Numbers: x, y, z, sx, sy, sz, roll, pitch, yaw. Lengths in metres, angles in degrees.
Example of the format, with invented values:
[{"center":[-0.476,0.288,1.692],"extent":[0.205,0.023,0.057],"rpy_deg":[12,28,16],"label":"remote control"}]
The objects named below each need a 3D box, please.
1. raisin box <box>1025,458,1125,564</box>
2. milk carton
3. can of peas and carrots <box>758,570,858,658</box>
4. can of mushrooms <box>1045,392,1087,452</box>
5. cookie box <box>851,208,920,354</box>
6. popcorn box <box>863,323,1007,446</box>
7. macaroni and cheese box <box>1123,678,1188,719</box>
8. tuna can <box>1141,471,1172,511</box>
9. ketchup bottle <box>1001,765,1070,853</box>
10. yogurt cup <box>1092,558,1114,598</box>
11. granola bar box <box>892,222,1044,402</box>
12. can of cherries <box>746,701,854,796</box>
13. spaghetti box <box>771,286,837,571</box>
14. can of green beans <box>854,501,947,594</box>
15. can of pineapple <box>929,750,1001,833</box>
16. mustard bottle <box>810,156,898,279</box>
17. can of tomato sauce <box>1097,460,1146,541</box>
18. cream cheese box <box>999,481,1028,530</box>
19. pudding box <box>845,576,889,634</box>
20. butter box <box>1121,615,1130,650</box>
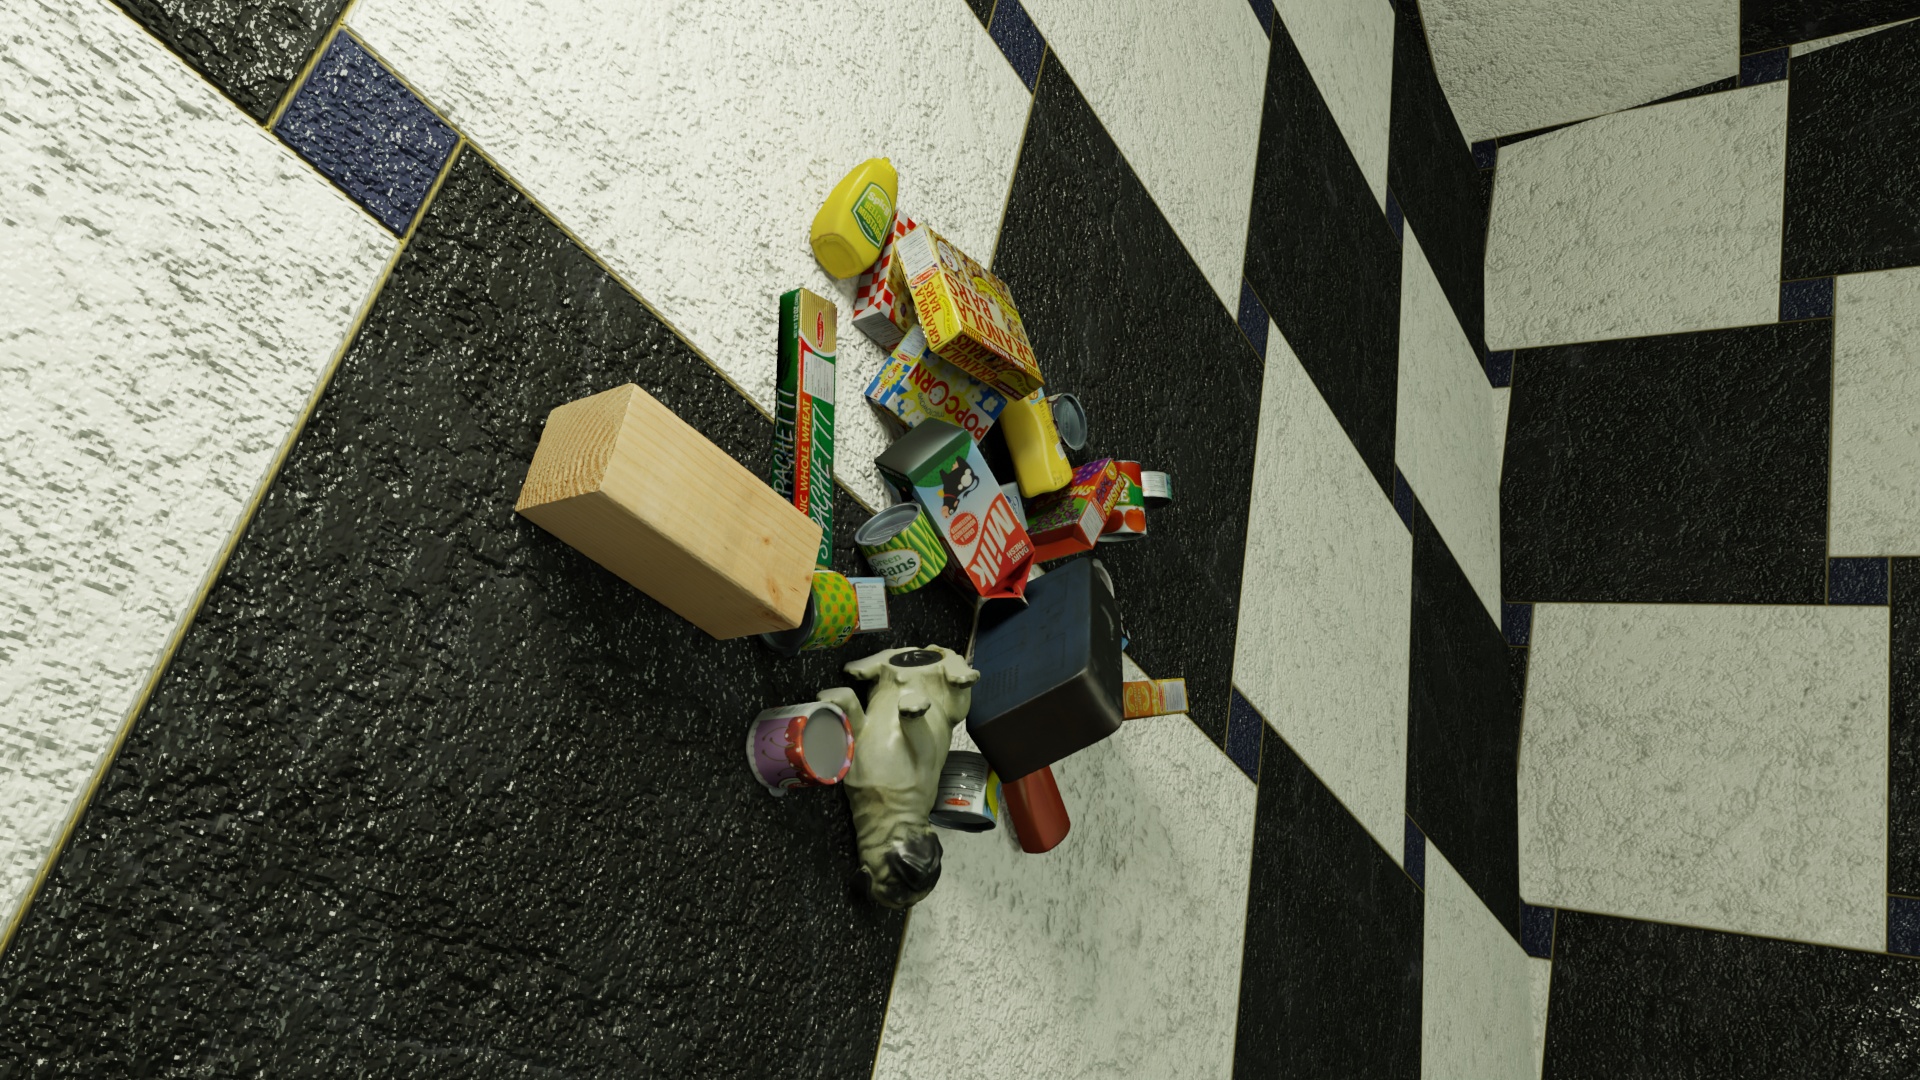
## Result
[{"center":[0.117,-0.032,1.490],"extent":[0.040,0.086,0.124],"rpy_deg":[57,39,-22],"label":"raisin box"},{"center":[0.005,-0.016,1.310],"extent":[0.073,0.072,0.190],"rpy_deg":[-40,120,-16],"label":"milk carton"},{"center":[-0.125,0.059,1.130],"extent":[0.059,0.071,0.071],"rpy_deg":[2,79,-56],"label":"can of peas and carrots"},{"center":[0.111,-0.132,1.557],"extent":[0.071,0.033,0.071],"rpy_deg":[20,65,-52],"label":"can of mushrooms"},{"center":[-0.033,-0.227,1.374],"extent":[0.167,0.040,0.123],"rpy_deg":[36,53,-44],"label":"cookie box"},{"center":[-0.021,-0.136,1.330],"extent":[0.085,0.038,0.126],"rpy_deg":[-55,134,-3],"label":"popcorn box"},{"center":[0.142,0.170,1.432],"extent":[0.167,0.123,0.040],"rpy_deg":[5,76,-54],"label":"macaroni and cheese box"},{"center":[0.220,-0.058,1.667],"extent":[0.071,0.071,0.033],"rpy_deg":[17,67,-53],"label":"tuna can"},{"center":[0.064,0.230,1.372],"extent":[0.065,0.043,0.148],"rpy_deg":[-36,110,-54],"label":"ketchup bottle"},{"center":[0.127,0.061,1.505],"extent":[0.072,0.054,0.072],"rpy_deg":[21,64,-51],"label":"yogurt cup"},{"center":[0.009,-0.212,1.314],"extent":[0.165,0.039,0.124],"rpy_deg":[22,44,-57],"label":"granola bar box"},{"center":[-0.126,0.166,1.104],"extent":[0.071,0.058,0.071],"rpy_deg":[22,62,-51],"label":"can of cherries"},{"center":[-0.134,-0.095,1.196],"extent":[0.050,0.028,0.250],"rpy_deg":[22,63,-51],"label":"spaghetti box"},{"center":[-0.053,0.007,1.250],"extent":[0.057,0.071,0.071],"rpy_deg":[62,37,-23],"label":"can of green beans"},{"center":[0.003,0.229,1.267],"extent":[0.071,0.071,0.058],"rpy_deg":[37,52,-44],"label":"can of pineapple"},{"center":[-0.091,-0.316,1.306],"extent":[0.065,0.048,0.161],"rpy_deg":[52,42,-36],"label":"mustard bottle"},{"center":[0.177,-0.045,1.598],"extent":[0.071,0.071,0.083],"rpy_deg":[10,73,-54],"label":"can of tomato sauce"},{"center":[0.029,-0.025,1.416],"extent":[0.104,0.024,0.053],"rpy_deg":[-19,97,-56],"label":"cream cheese box"},{"center":[-0.099,0.057,1.201],"extent":[0.084,0.030,0.049],"rpy_deg":[1,81,-55],"label":"pudding box"},{"center":[0.156,0.115,1.557],"extent":[0.104,0.024,0.053],"rpy_deg":[-45,118,-51],"label":"butter box"}]
